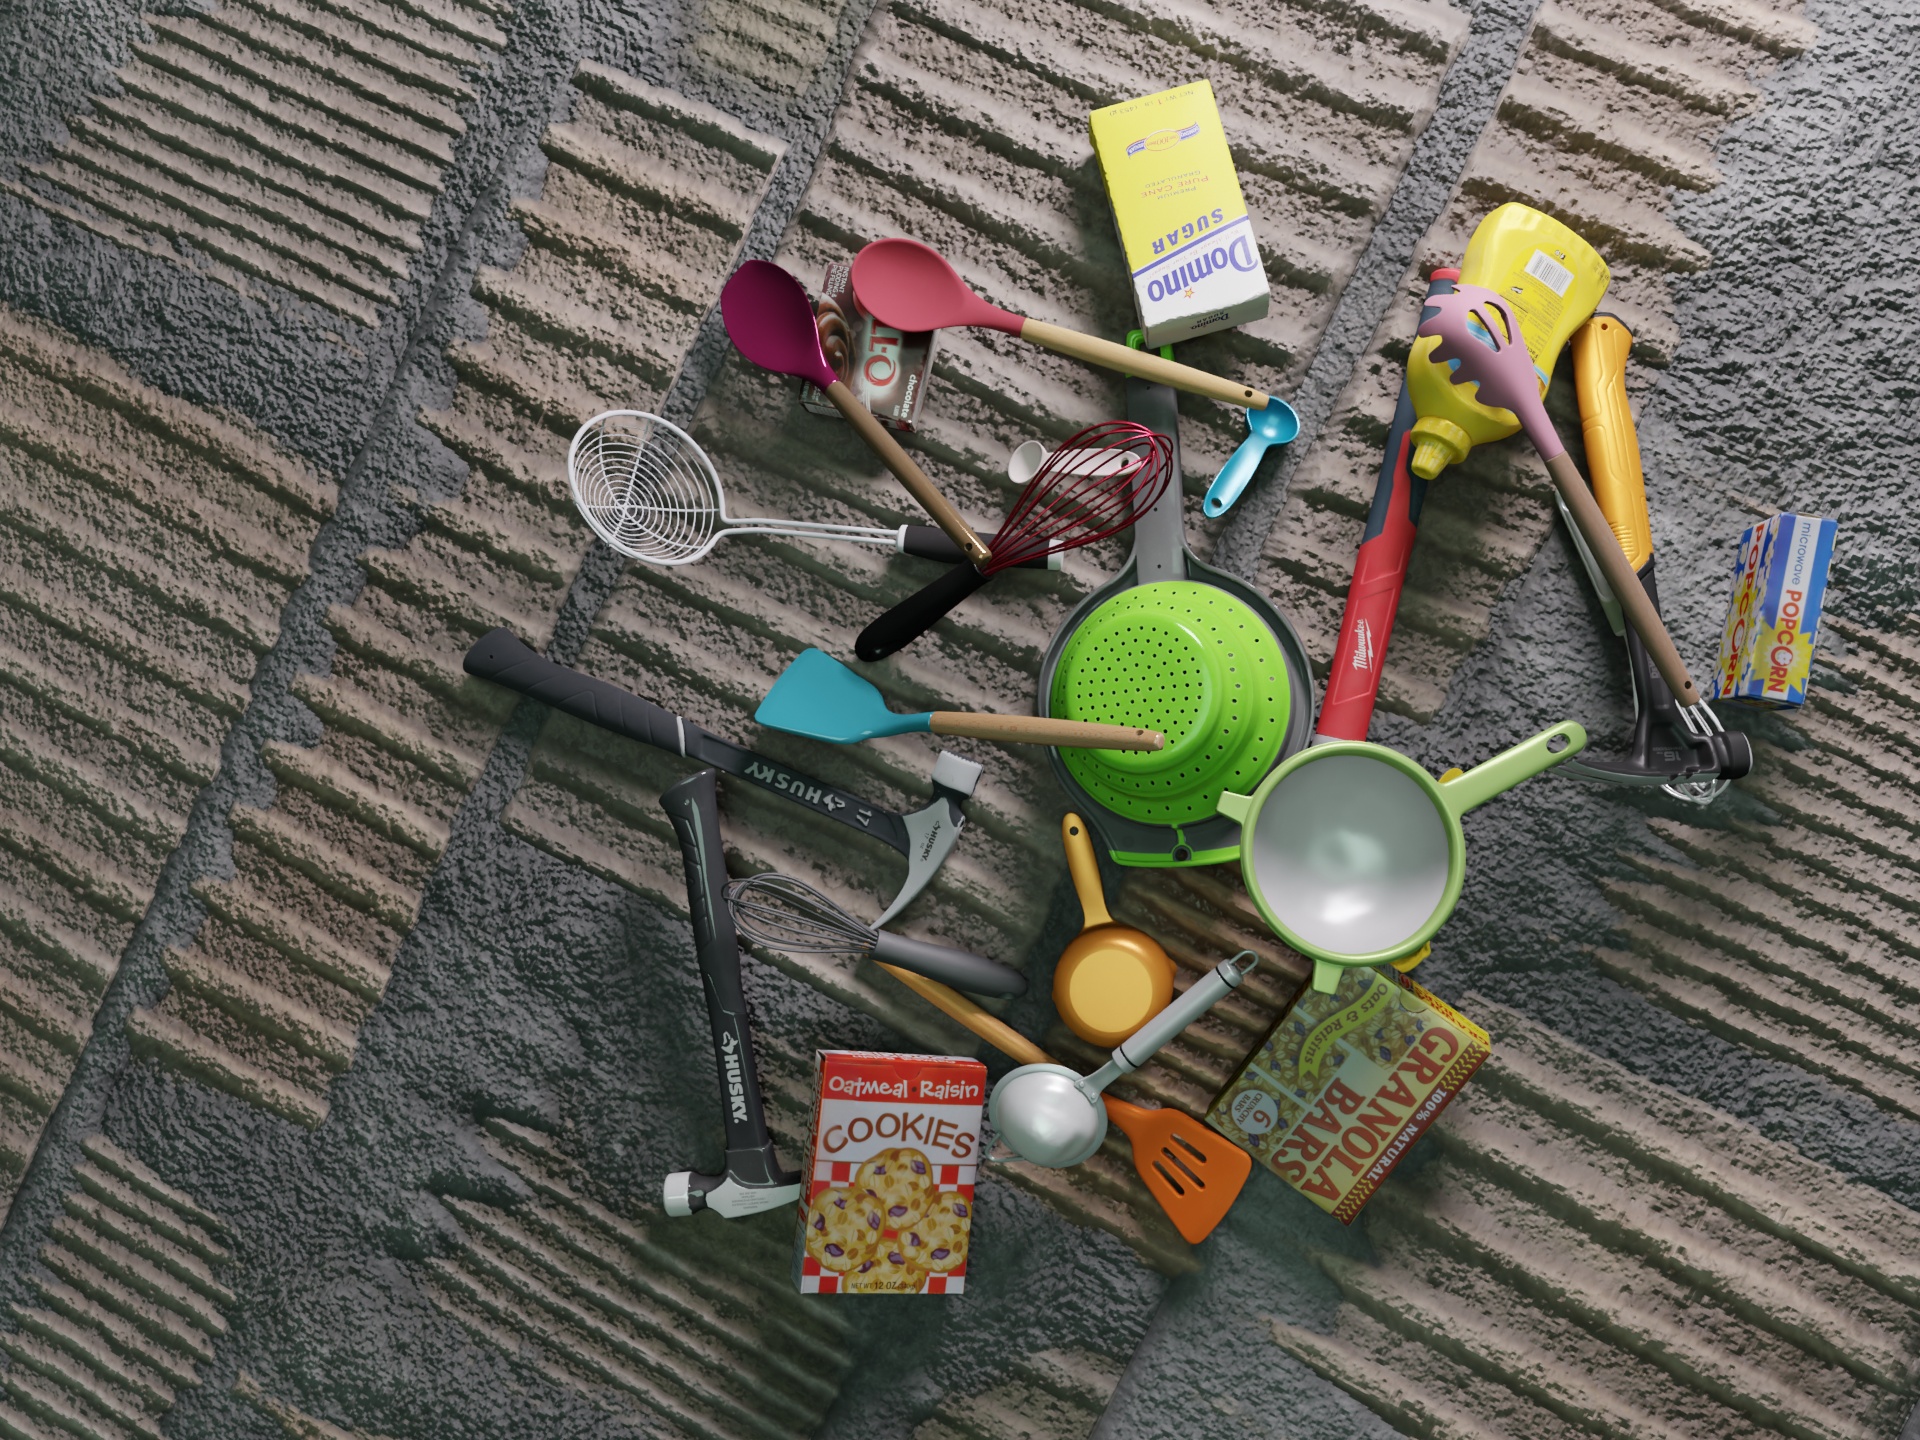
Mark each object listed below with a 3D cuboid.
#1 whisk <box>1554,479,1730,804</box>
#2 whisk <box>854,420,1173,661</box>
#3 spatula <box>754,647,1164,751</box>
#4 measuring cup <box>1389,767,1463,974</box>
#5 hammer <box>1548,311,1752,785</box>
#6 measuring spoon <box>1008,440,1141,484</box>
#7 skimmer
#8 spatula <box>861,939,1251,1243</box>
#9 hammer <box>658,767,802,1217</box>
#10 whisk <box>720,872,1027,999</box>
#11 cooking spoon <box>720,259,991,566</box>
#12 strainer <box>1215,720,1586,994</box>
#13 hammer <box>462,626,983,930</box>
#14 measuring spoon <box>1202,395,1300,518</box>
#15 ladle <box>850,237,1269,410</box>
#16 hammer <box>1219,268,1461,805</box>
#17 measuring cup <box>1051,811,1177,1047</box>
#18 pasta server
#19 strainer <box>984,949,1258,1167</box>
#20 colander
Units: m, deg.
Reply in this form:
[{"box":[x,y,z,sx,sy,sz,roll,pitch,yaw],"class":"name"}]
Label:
[{"box":[0.472,-0.057,1.111,0.058,0.059,0.246,-30,77,47],"class":"whisk"},{"box":[0.030,-0.120,1.130,0.296,0.073,0.073,-33,83,30],"class":"whisk"},{"box":[-0.002,-0.004,1.117,0.318,0.044,0.082,5,46,36],"class":"spatula"},{"box":[0.324,0.107,1.137,0.062,0.029,0.156,23,89,8],"class":"measuring cup"},{"box":[0.449,-0.122,1.088,0.127,0.034,0.337,-2,76,-5],"class":"hammer"},{"box":[0.085,-0.184,1.155,0.124,0.018,0.034,10,79,44],"class":"measuring spoon"},{"box":[-0.104,-0.158,1.175,0.363,0.090,0.127,7,58,6],"class":"skimmer"},{"box":[0.060,0.255,1.162,0.323,0.041,0.081,33,105,9],"class":"spatula"},{"box":[-0.170,0.202,1.183,0.146,0.035,0.335,-8,94,8],"class":"hammer"},{"box":[-0.060,0.160,1.150,0.239,0.055,0.055,19,91,-14],"class":"whisk"},{"box":[-0.078,-0.224,1.153,0.068,0.017,0.319,-46,68,16],"class":"cooking spoon"},{"box":[0.308,0.069,1.092,0.256,0.069,0.151,-27,82,-5],"class":"strainer"},{"box":[-0.195,0.025,1.211,0.409,0.036,0.149,22,92,9],"class":"hammer"},{"box":[0.202,-0.184,1.140,0.042,0.021,0.129,35,61,2],"class":"measuring spoon"},{"box":[0.070,-0.277,1.147,0.315,0.031,0.069,20,80,7],"class":"ladle"},{"box":[0.292,-0.135,1.143,0.143,0.038,0.386,14,90,10],"class":"hammer"},{"box":[0.100,0.152,1.153,0.095,0.052,0.173,-15,88,8],"class":"measuring cup"},{"box":[0.399,-0.148,1.041,0.060,0.040,0.316,-30,91,-6],"class":"pasta server"},{"box":[0.109,0.242,1.113,0.258,0.050,0.087,-43,97,15],"class":"strainer"},{"box":[0.134,-0.097,1.120,0.204,0.094,0.397,-6,82,22],"class":"colander"}]
